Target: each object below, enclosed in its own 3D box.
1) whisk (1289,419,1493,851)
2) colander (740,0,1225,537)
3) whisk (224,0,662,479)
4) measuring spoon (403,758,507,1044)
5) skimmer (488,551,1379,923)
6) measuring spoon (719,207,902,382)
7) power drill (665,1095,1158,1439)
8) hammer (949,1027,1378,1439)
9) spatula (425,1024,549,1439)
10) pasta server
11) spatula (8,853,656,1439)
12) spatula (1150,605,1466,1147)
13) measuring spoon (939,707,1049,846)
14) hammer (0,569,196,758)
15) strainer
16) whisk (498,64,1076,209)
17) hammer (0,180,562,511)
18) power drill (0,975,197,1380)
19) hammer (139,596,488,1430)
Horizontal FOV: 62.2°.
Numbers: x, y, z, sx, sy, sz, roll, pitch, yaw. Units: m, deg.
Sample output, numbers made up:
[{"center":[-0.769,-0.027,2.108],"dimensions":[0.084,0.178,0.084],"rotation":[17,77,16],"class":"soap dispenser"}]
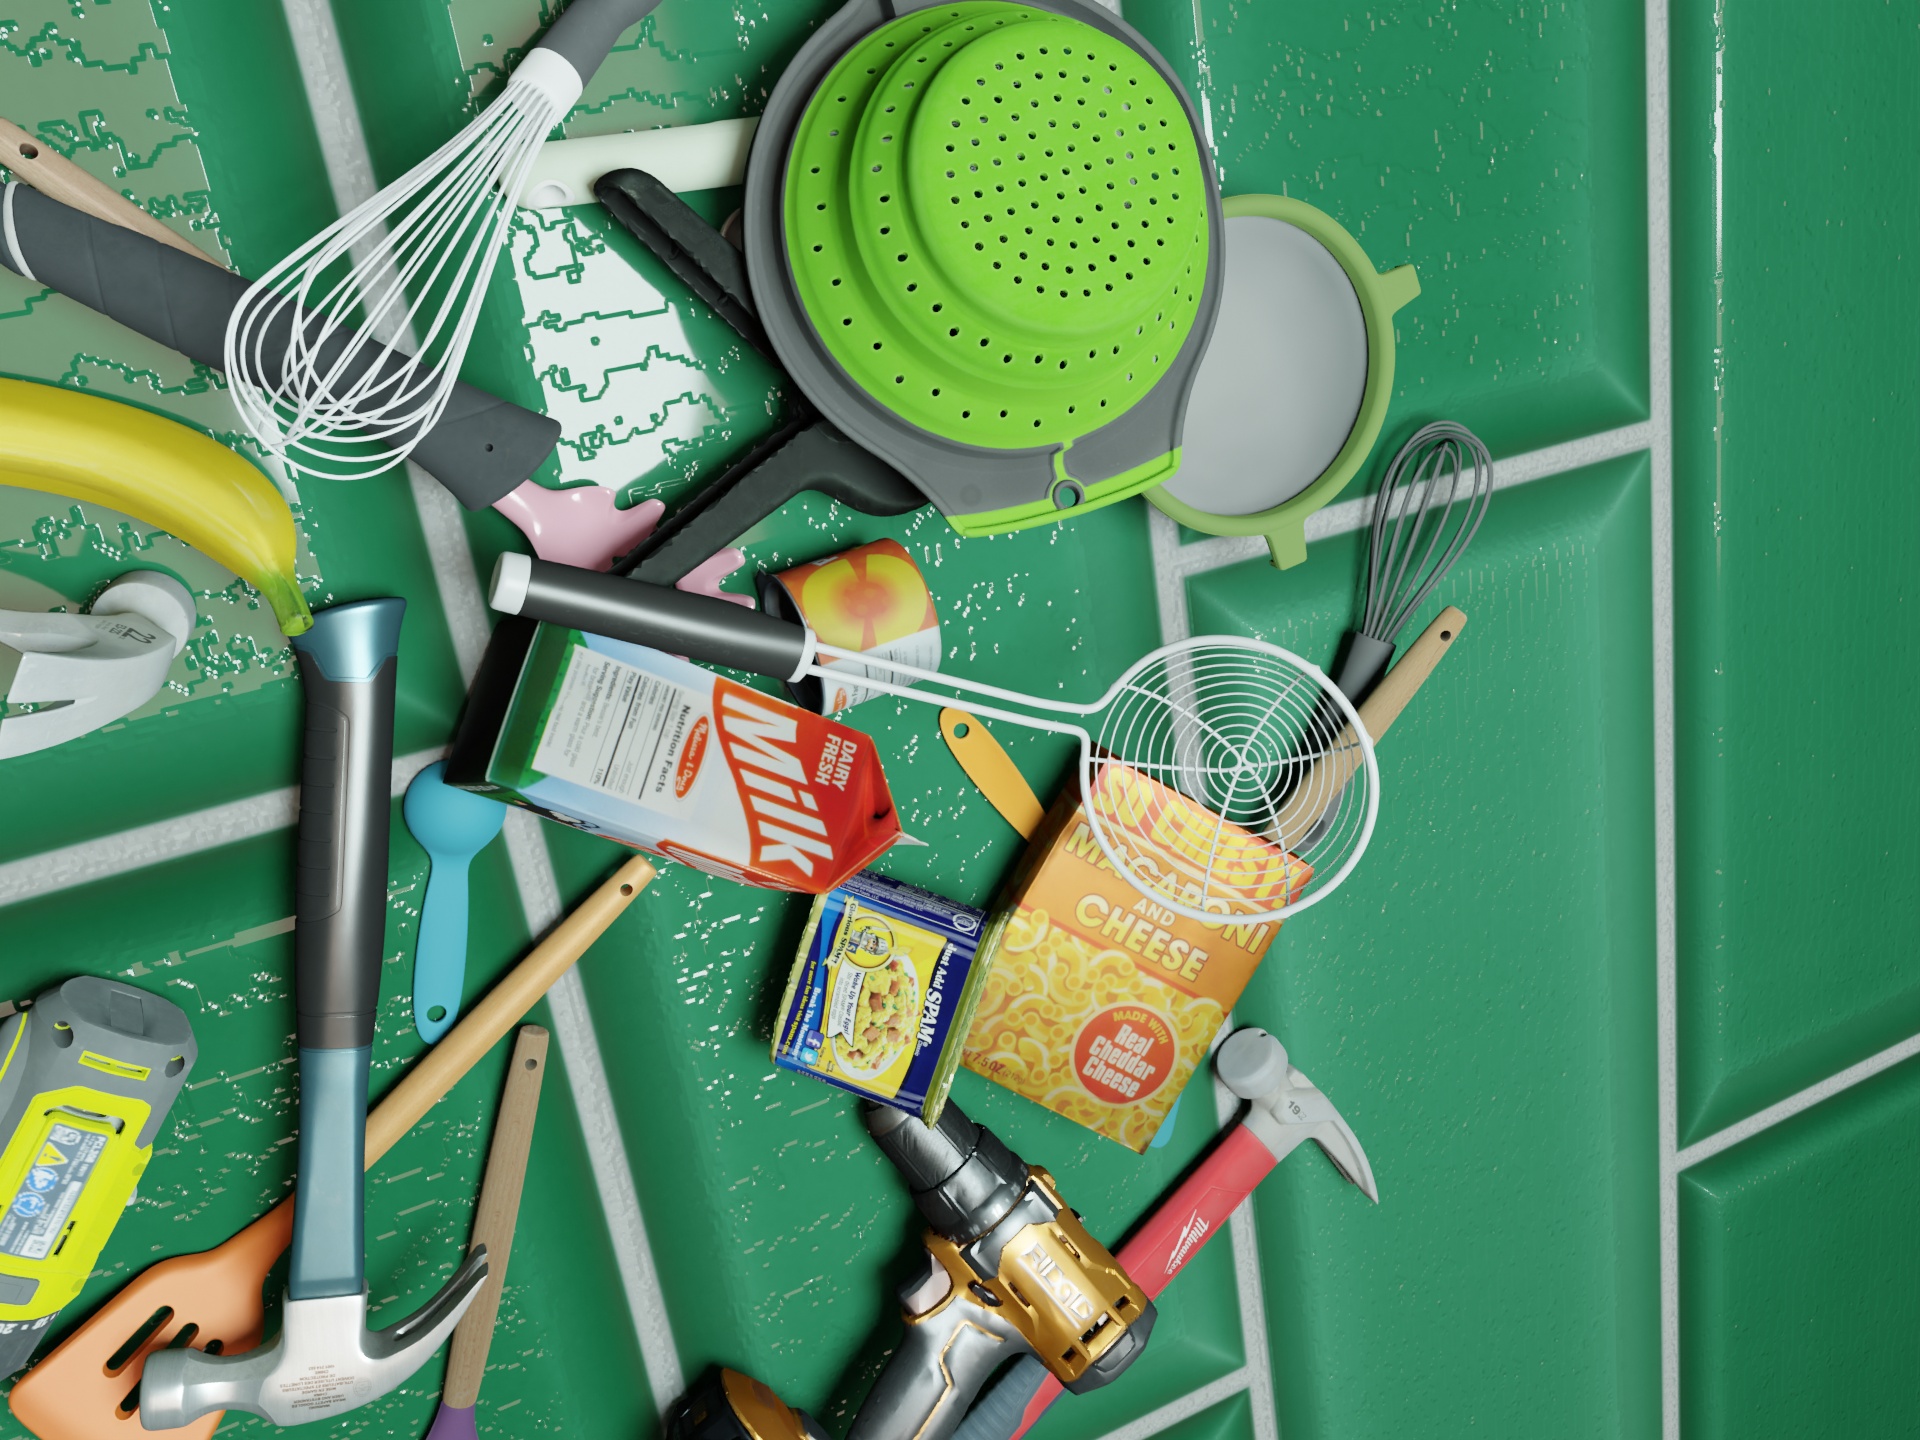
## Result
[{"center":[0.219,-0.041,0.836],"dimensions":[0.055,0.055,0.239],"rotation":[13,102,-28],"class":"whisk"},{"center":[0.001,-0.271,0.593],"dimensions":[0.204,0.094,0.397],"rotation":[-19,97,-14],"class":"colander"},{"center":[-0.164,-0.203,0.561],"dimensions":[0.070,0.070,0.285],"rotation":[39,62,-28],"class":"whisk"},{"center":[-0.216,0.080,0.671],"dimensions":[0.042,0.021,0.128],"rotation":[3,102,-26],"class":"measuring spoon"},{"center":[-0.001,-0.002,0.633],"dimensions":[0.363,0.090,0.127],"rotation":[14,109,-25],"class":"skimmer"},{"center":[-0.058,-0.173,0.687],"dimensions":[0.124,0.018,0.034],"rotation":[40,82,-35],"class":"measuring spoon"},{"center":[-0.039,0.300,0.774],"dimensions":[0.226,0.084,0.185],"rotation":[-41,99,-11],"class":"power drill"},{"center":[0.069,0.349,0.870],"dimensions":[0.386,0.038,0.143],"rotation":[-44,119,-9],"class":"hammer"},{"center":[-0.222,0.287,0.726],"dimensions":[0.059,0.018,0.316],"rotation":[8,101,-27],"class":"spatula"},{"center":[-0.215,-0.120,0.610],"dimensions":[0.316,0.040,0.060],"rotation":[36,68,-27],"class":"pasta server"},{"center":[-0.246,0.178,0.669],"dimensions":[0.322,0.041,0.081],"rotation":[-46,110,-6],"class":"spatula"},{"center":[0.161,0.074,0.818],"dimensions":[0.082,0.044,0.317],"rotation":[34,99,-14],"class":"spatula"},{"center":[0.024,0.036,0.782],"dimensions":[0.021,0.011,0.116],"rotation":[-39,113,-3],"class":"measuring spoon"},{"center":[-0.452,-0.074,0.472],"dimensions":[0.405,0.144,0.035],"rotation":[18,101,-21],"class":"hammer"},{"center":[0.075,-0.180,0.717],"dimensions":[0.256,0.069,0.151],"rotation":[20,96,-23],"class":"strainer"},{"center":[-0.065,-0.237,0.651],"dimensions":[0.246,0.057,0.059],"rotation":[-14,75,-19],"class":"whisk"},{"center":[-0.328,-0.176,0.523],"dimensions":[0.408,0.036,0.149],"rotation":[24,91,-23],"class":"hammer"},{"center":[-0.422,0.162,0.566],"dimensions":[0.228,0.080,0.190],"rotation":[28,90,-31],"class":"power drill"},{"center":[-0.250,0.115,0.633],"dimensions":[0.128,0.033,0.331],"rotation":[2,94,-20],"class":"hammer"}]
